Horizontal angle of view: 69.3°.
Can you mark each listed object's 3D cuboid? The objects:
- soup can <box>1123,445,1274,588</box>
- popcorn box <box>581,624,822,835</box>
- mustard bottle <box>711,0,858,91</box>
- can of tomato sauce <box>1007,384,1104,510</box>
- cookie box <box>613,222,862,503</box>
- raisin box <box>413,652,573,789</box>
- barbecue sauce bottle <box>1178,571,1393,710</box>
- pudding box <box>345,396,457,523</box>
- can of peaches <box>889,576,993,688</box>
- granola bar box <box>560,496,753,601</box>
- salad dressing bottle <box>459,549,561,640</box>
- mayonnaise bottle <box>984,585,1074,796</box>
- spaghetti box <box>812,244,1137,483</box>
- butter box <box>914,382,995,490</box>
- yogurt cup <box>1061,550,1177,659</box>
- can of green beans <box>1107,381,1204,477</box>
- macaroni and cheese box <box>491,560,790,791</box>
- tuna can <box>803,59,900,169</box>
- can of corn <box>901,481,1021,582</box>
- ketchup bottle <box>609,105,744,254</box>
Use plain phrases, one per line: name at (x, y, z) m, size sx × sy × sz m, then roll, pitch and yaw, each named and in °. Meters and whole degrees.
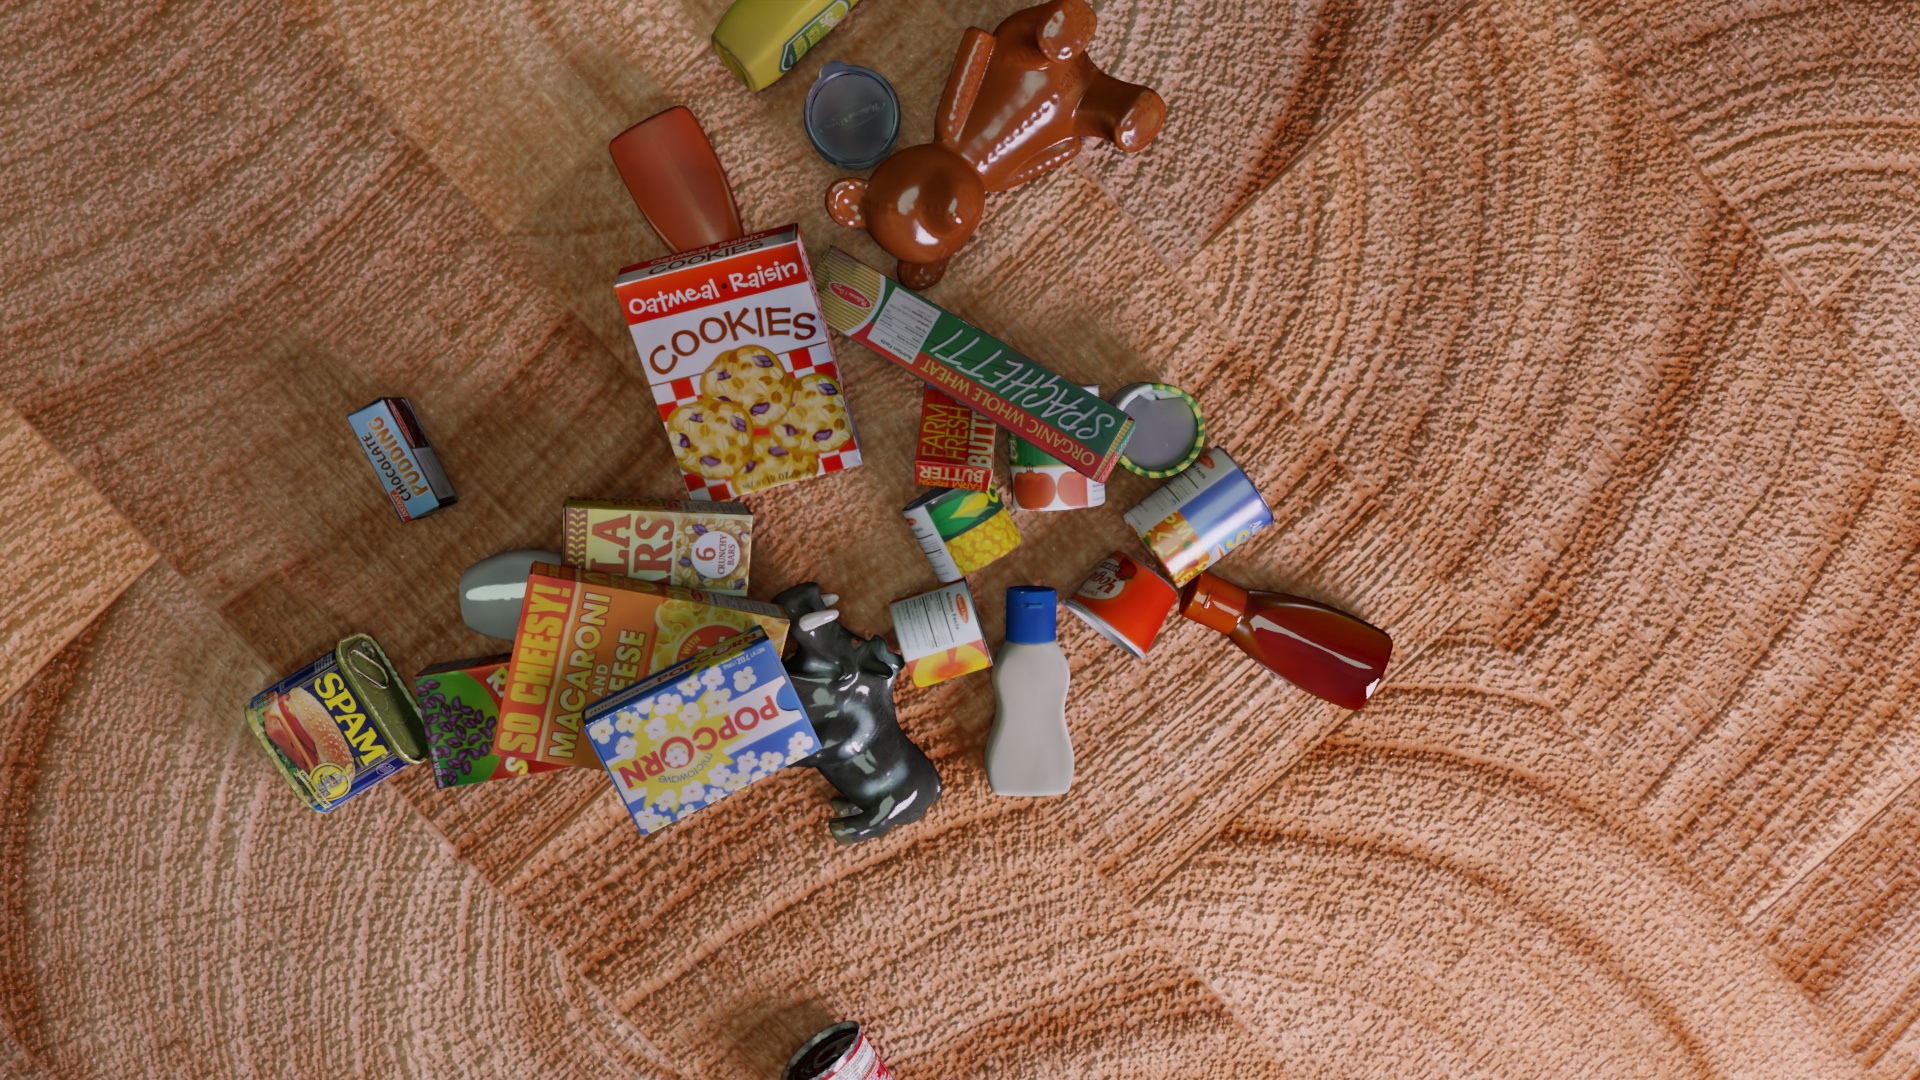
soup can at (0.169, -0.014, 0.979) m, size 0.084 × 0.071 × 0.071 m, roll -37°, pitch 96°, yaw 3°
popcorn box at (-0.165, 0.120, 0.885) m, size 0.127 × 0.038 × 0.085 m, roll -25°, pitch 108°, yaw -9°
mustard bottle at (-0.096, -0.372, 0.933) m, size 0.160 × 0.065 × 0.049 m, roll -43°, pitch 92°, yaw -1°
can of tomato sauce at (0.064, -0.066, 0.969) m, size 0.071 × 0.071 × 0.083 m, roll -4°, pitch 97°, yaw -2°
cookie box at (-0.147, -0.117, 0.940) m, size 0.123 × 0.040 × 0.166 m, roll -14°, pitch 119°, yaw 1°
raisin box at (-0.313, 0.123, 0.987) m, size 0.123 × 0.040 × 0.086 m, roll -9°, pitch 96°, yaw 0°
barbecue sauce bottle at (0.232, 0.067, 1.001) m, size 0.148 × 0.044 × 0.065 m, roll 24°, pitch 94°, yaw -4°
pudding box at (-0.384, -0.056, 0.959) m, size 0.030 × 0.050 × 0.083 m, roll -25°, pitch 97°, yaw -1°
can of peaches at (-0.013, 0.067, 0.981) m, size 0.058 × 0.071 × 0.071 m, roll -18°, pitch 97°, yaw 0°
granola bar box at (-0.209, 0.056, 0.944) m, size 0.124 × 0.039 × 0.165 m, roll 2°, pitch 101°, yaw -16°
salad dressing bottle at (-0.272, 0.036, 0.977) m, size 0.148 × 0.044 × 0.064 m, roll -4°, pitch 103°, yaw -4°
mayonnaise bottle at (0.050, 0.108, 1.000) m, size 0.065 × 0.041 × 0.148 m, roll 0°, pitch 95°, yaw -6°
spaghetti box at (0.003, -0.119, 0.933) m, size 0.250 × 0.029 × 0.050 m, roll 32°, pitch 97°, yaw 17°
butter box at (-0.002, -0.082, 0.954) m, size 0.053 × 0.024 × 0.104 m, roll 7°, pitch 53°, yaw -2°
yogurt cup at (0.117, 0.044, 0.985) m, size 0.072 × 0.072 × 0.054 m, roll 37°, pitch 86°, yaw -6°
can of green beans at (0.134, -0.078, 0.974) m, size 0.071 × 0.058 × 0.071 m, roll 0°, pitch 96°, yaw -2°
macaroni and cheese box at (-0.208, 0.090, 0.909) m, size 0.166 × 0.040 × 0.123 m, roll 12°, pitch 98°, yaw -18°
tuna can at (-0.075, -0.292, 0.956) m, size 0.071 × 0.033 × 0.071 m, roll 0°, pitch 96°, yaw -2°
can of corn at (0.003, -0.012, 0.972) m, size 0.071 × 0.071 × 0.058 m, roll -28°, pitch 97°, yaw 1°
ketchup bottle at (-0.179, -0.218, 0.954) m, size 0.065 × 0.043 × 0.148 m, roll -27°, pitch 97°, yaw 2°
